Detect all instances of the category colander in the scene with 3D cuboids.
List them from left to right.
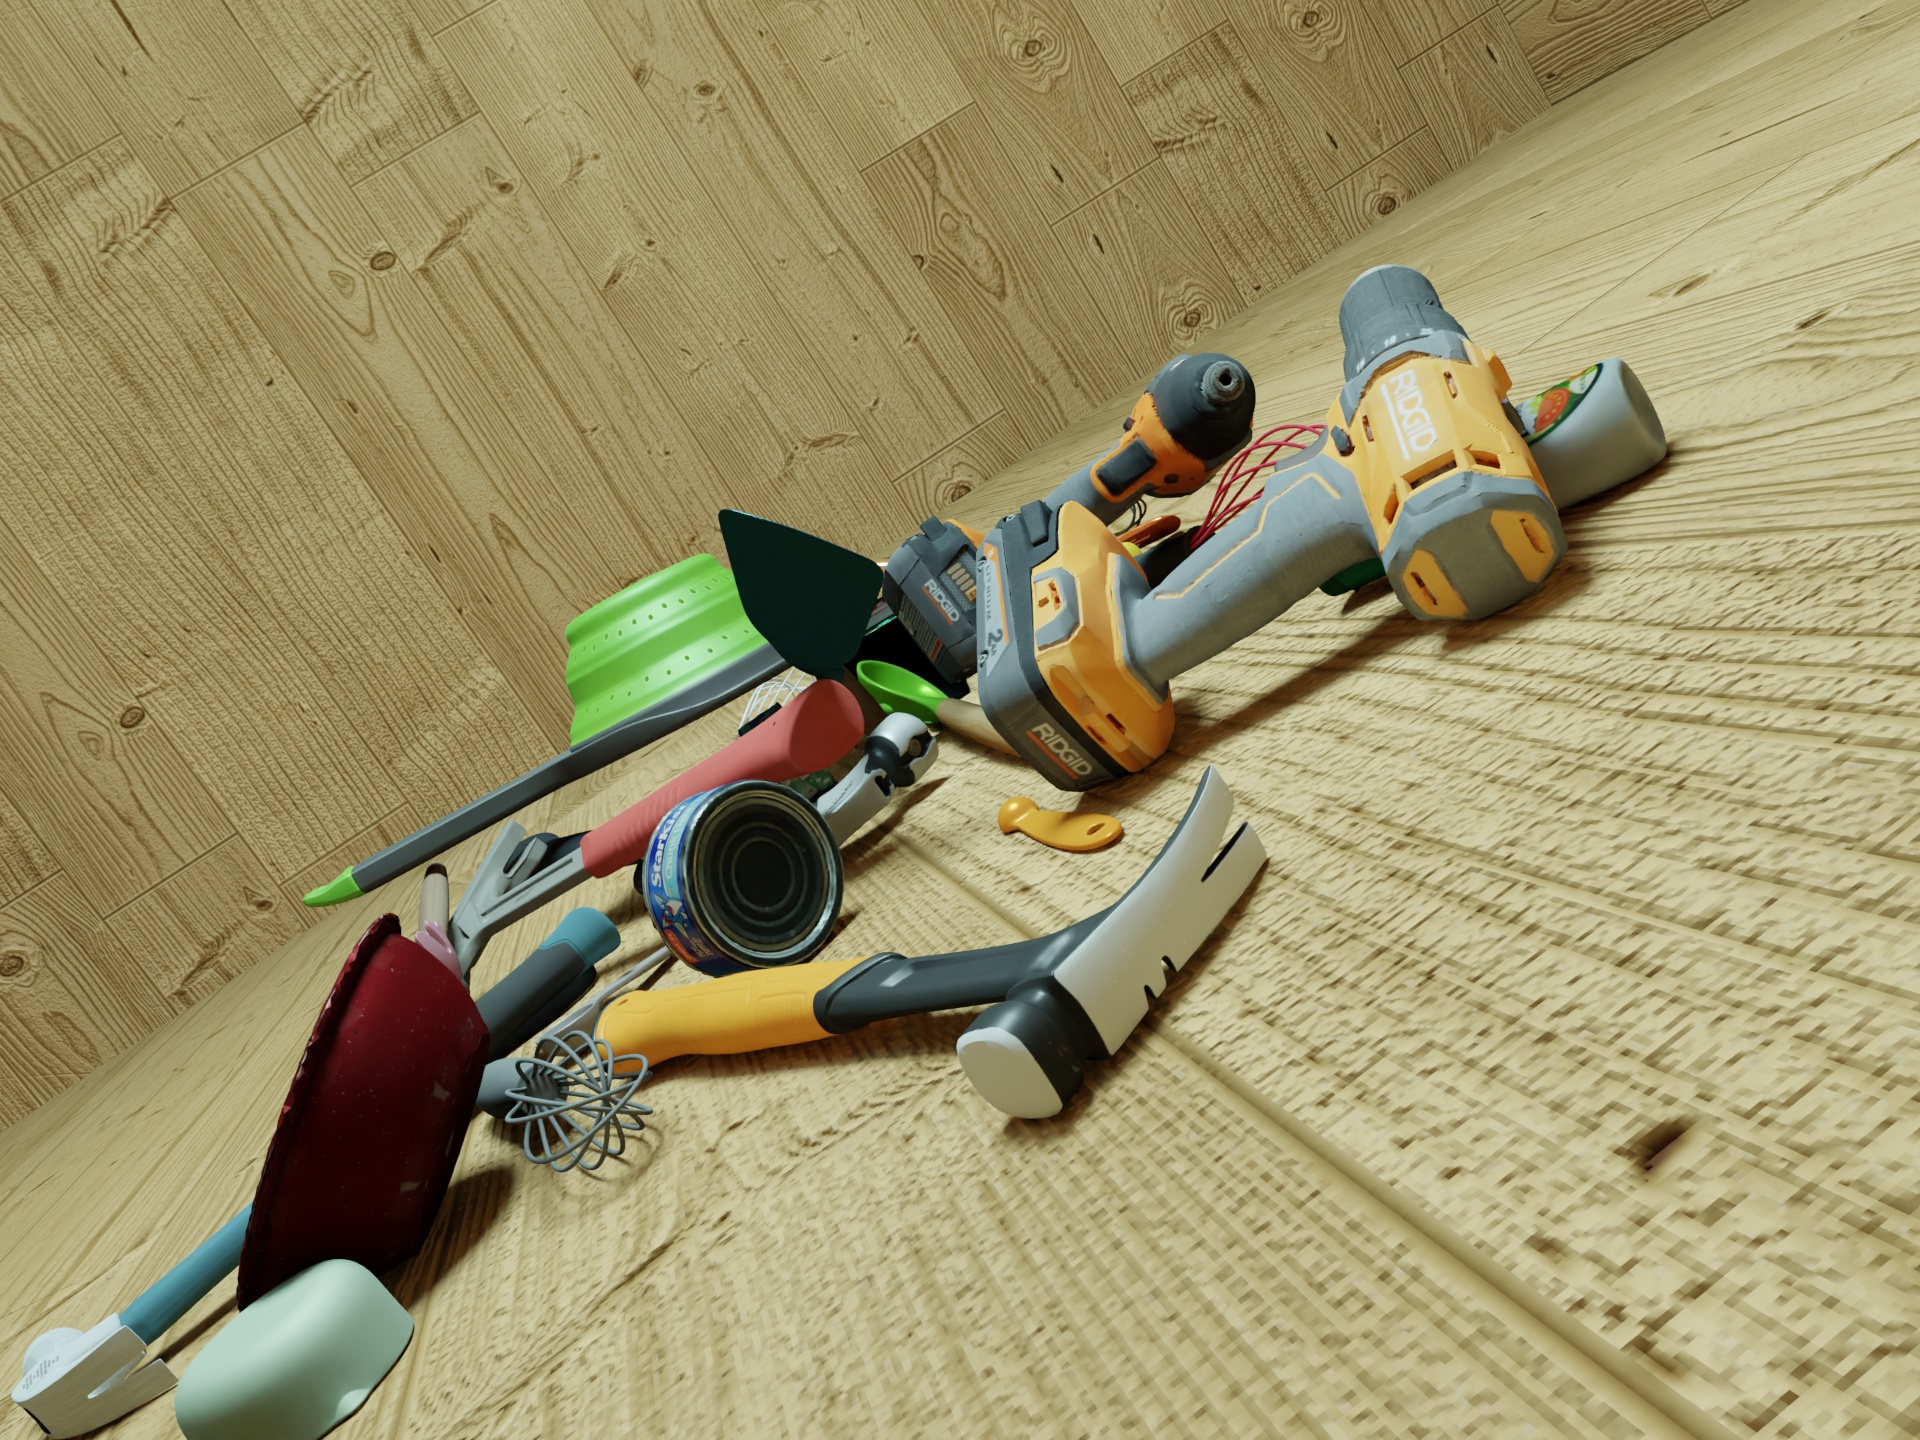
[{"bbox_3d":[-0.264,-0.008,1.046,0.397,0.094,0.204,-29,7,-8],"label":"colander"}]

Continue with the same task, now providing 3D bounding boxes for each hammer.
[{"bbox_3d":[-0.300,0.207,0.771,0.331,0.033,0.128,-42,15,-26],"label":"hammer"},{"bbox_3d":[-0.181,0.058,0.882,0.359,0.036,0.149,-29,28,37],"label":"hammer"},{"bbox_3d":[-0.183,0.077,0.966,0.409,0.036,0.149,-12,27,50],"label":"hammer"},{"bbox_3d":[-0.042,0.095,0.572,0.337,0.034,0.127,-20,17,51],"label":"hammer"}]

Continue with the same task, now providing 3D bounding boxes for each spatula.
[{"bbox_3d":[-0.058,-0.028,0.847,0.317,0.082,0.044,59,-128,-75],"label":"spatula"},{"bbox_3d":[-0.004,-0.118,1.140,0.322,0.041,0.081,-1,0,12],"label":"spatula"}]

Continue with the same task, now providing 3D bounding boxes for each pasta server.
[{"bbox_3d":[-0.310,0.118,0.915,0.060,0.040,0.316,-52,18,-5],"label":"pasta server"}]

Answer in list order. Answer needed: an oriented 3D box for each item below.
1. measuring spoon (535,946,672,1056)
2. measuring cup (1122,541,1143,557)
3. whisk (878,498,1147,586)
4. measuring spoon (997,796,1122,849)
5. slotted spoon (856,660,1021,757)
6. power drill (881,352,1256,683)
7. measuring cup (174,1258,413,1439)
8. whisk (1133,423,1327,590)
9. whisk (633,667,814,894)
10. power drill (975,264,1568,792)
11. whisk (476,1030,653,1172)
[{"bbox_3d":[-0.170,0.140,0.820,0.034,0.018,0.124,-28,4,33],"label":"measuring spoon"},{"bbox_3d":[0.076,-0.092,1.097,0.062,0.029,0.156,-37,12,-23],"label":"measuring cup"},{"bbox_3d":[0.026,-0.136,1.207,0.245,0.051,0.047,-14,1,-10],"label":"whisk"},{"bbox_3d":[0.038,0.040,0.646,0.021,0.011,0.117,-35,10,-14],"label":"measuring spoon"},{"bbox_3d":[-0.001,-0.003,0.889,0.031,0.070,0.314,-69,18,0],"label":"slotted spoon"},{"bbox_3d":[0.067,-0.121,0.888,0.226,0.084,0.164,-37,-1,-6],"label":"power drill"},{"bbox_3d":[-0.260,0.243,0.521,0.083,0.038,0.167,-21,14,49],"label":"measuring cup"},{"bbox_3d":[0.142,-0.102,0.883,0.073,0.073,0.296,-36,5,-19],"label":"whisk"},{"bbox_3d":[-0.160,0.040,1.139,0.070,0.070,0.285,-27,16,31],"label":"whisk"},{"bbox_3d":[0.117,-0.086,0.654,0.226,0.084,0.186,-27,40,25],"label":"power drill"},{"bbox_3d":[-0.178,0.158,0.668,0.055,0.055,0.239,-38,7,-27],"label":"whisk"}]
